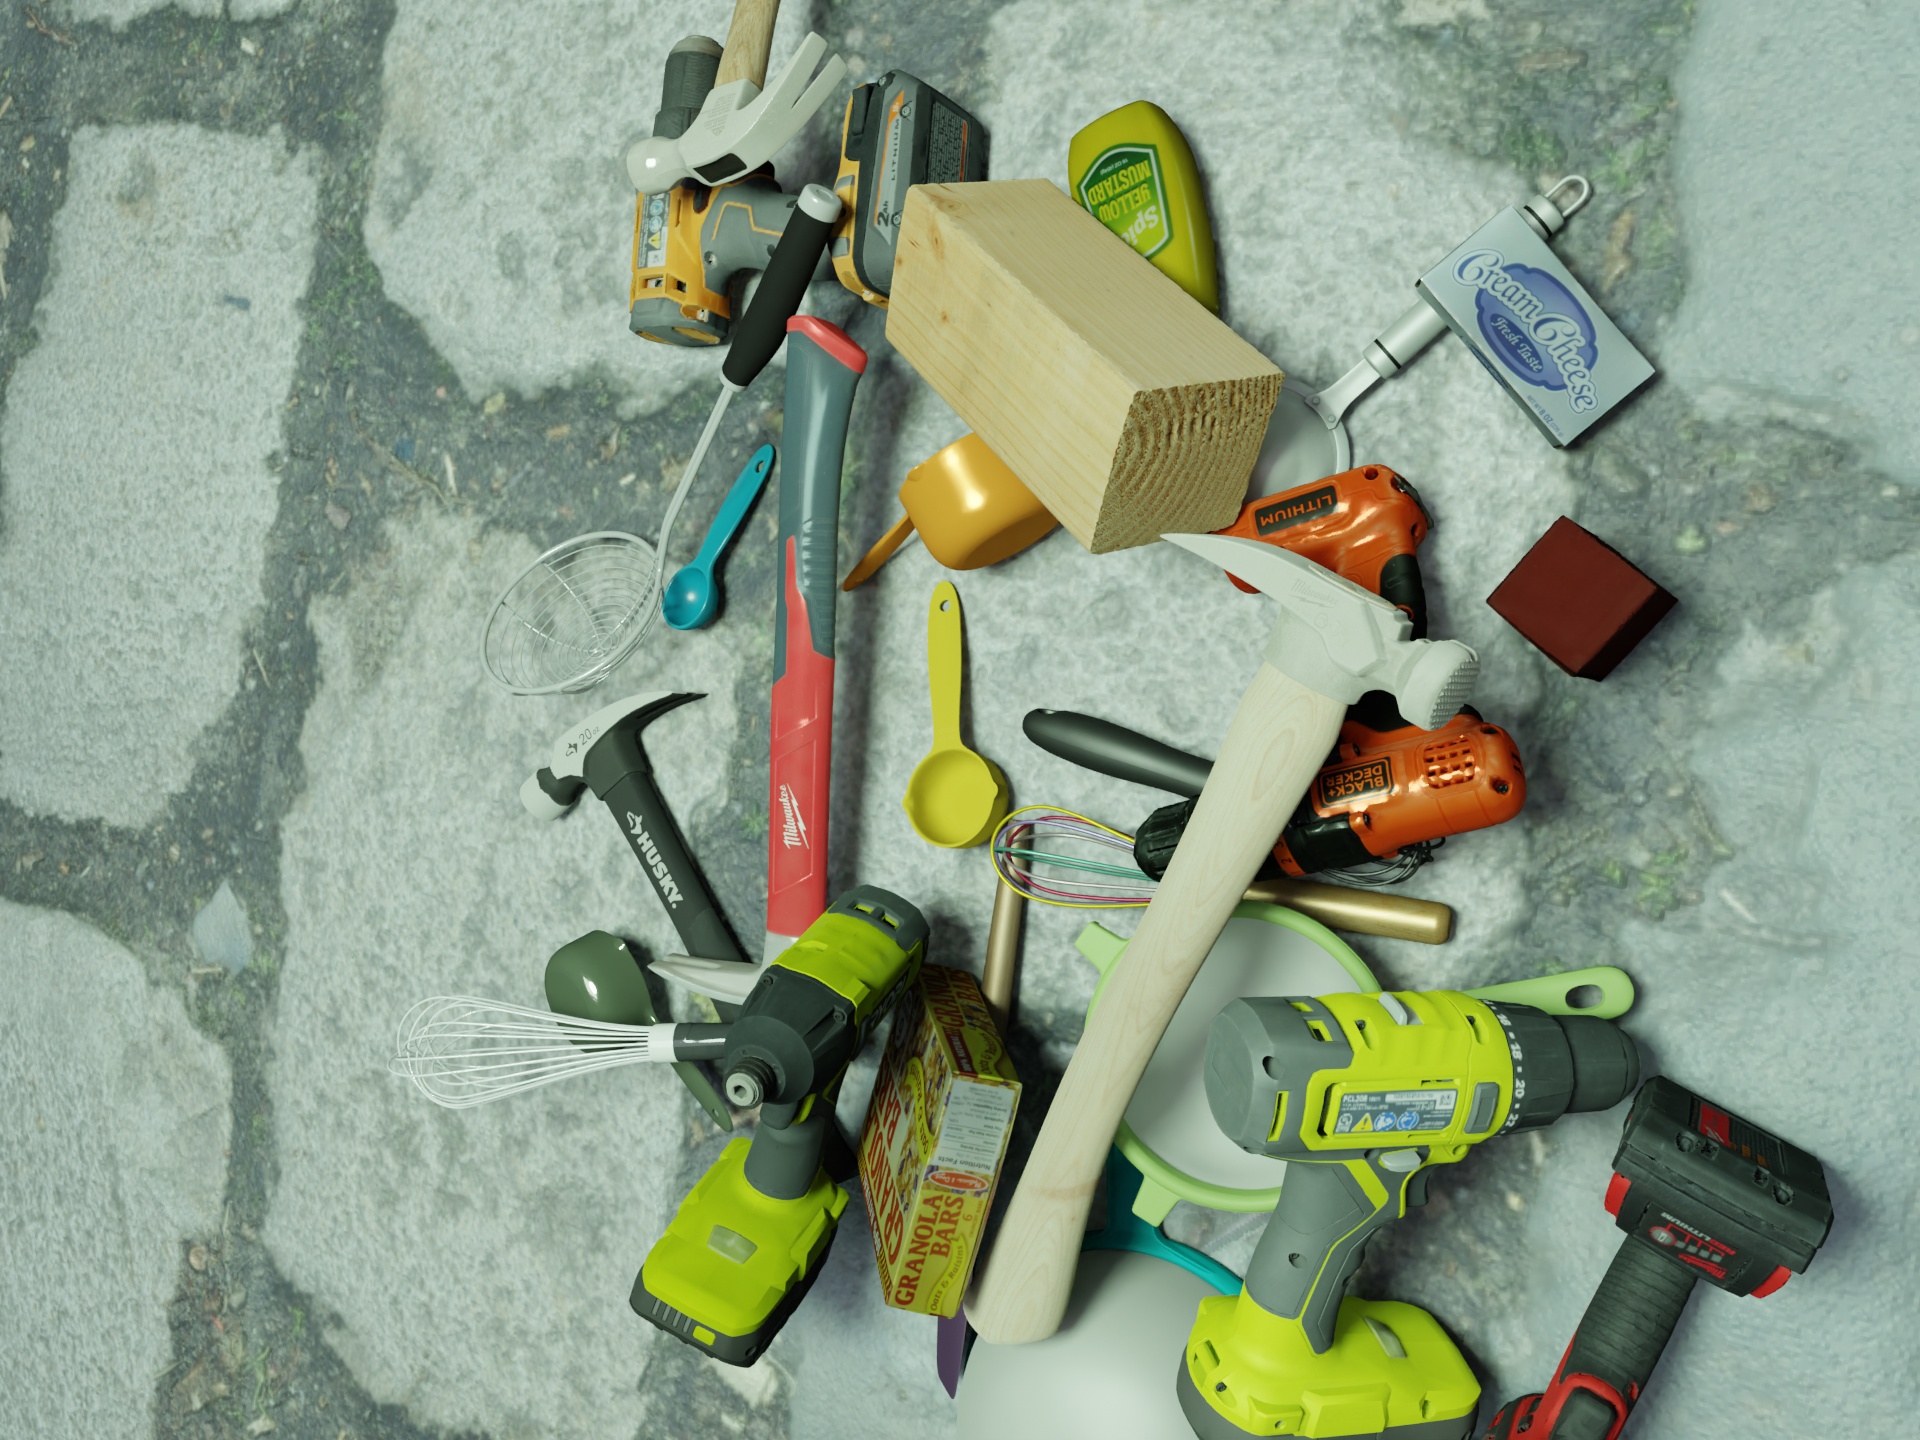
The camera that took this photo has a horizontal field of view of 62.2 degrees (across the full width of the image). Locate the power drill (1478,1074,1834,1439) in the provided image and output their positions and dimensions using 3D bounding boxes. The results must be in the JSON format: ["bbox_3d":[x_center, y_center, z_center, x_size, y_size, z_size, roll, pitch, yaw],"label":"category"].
[{"bbox_3d":[0.278,0.271,0.675,0.079,0.143,0.219,28,100,24],"label":"power drill"}]

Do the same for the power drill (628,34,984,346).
[{"bbox_3d":[-0.100,-0.321,0.936,0.226,0.084,0.185,4,89,33],"label":"power drill"}]

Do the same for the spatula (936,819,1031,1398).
[{"bbox_3d":[0.011,0.212,0.885,0.018,0.060,0.316,8,89,-14],"label":"spatula"}]

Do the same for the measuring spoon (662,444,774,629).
[{"bbox_3d":[-0.144,-0.112,0.991,0.042,0.021,0.128,34,96,40],"label":"measuring spoon"}]

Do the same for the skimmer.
[{"bbox_3d":[-0.181,-0.157,0.924,0.363,0.090,0.127,-56,38,34],"label":"skimmer"}]

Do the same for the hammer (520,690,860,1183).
[{"bbox_3d":[-0.151,0.134,0.976,0.146,0.035,0.335,-40,71,23],"label":"hammer"}]

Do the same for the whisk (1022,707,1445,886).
[{"bbox_3d":[0.132,0.031,0.818,0.239,0.055,0.055,19,98,33],"label":"whisk"}]

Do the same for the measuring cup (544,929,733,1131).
[{"bbox_3d":[-0.201,0.199,0.977,0.168,0.038,0.083,41,133,30],"label":"measuring cup"}]

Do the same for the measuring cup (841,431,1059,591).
[{"bbox_3d":[-0.008,-0.099,0.886,0.173,0.095,0.052,-39,76,42],"label":"measuring cup"}]

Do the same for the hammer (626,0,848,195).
[{"bbox_3d":[-0.104,-0.460,0.915,0.130,0.031,0.331,0,73,35],"label":"hammer"}]

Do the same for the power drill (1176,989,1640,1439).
[{"bbox_3d":[0.193,0.224,0.710,0.080,0.190,0.228,-121,35,-64],"label":"power drill"}]

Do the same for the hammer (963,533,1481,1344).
[{"bbox_3d":[0.081,0.117,0.735,0.146,0.038,0.410,35,113,31],"label":"hammer"}]

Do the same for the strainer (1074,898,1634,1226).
[{"bbox_3d":[0.190,0.148,0.777,0.256,0.069,0.151,-13,88,13],"label":"strainer"}]

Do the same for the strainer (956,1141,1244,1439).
[{"bbox_3d":[0.074,0.314,0.812,0.211,0.095,0.340,-1,90,29],"label":"strainer"}]

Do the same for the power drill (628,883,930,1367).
[{"bbox_3d":[-0.095,0.211,0.816,0.080,0.171,0.223,24,114,12],"label":"power drill"}]

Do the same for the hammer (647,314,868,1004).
[{"bbox_3d":[-0.102,-0.029,0.892,0.143,0.038,0.386,5,98,18],"label":"hammer"}]

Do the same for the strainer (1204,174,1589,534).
[{"bbox_3d":[0.200,-0.174,0.786,0.258,0.050,0.087,-42,86,18],"label":"strainer"}]

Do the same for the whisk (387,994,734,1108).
[{"bbox_3d":[-0.202,0.191,0.931,0.284,0.070,0.070,-5,87,11],"label":"whisk"}]

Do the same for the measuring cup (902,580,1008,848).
[{"bbox_3d":[-0.001,-0.003,0.907,0.062,0.029,0.157,-11,72,28],"label":"measuring cup"}]

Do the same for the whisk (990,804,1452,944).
[{"bbox_3d":[0.126,0.081,0.818,0.245,0.051,0.047,7,68,25],"label":"whisk"}]
